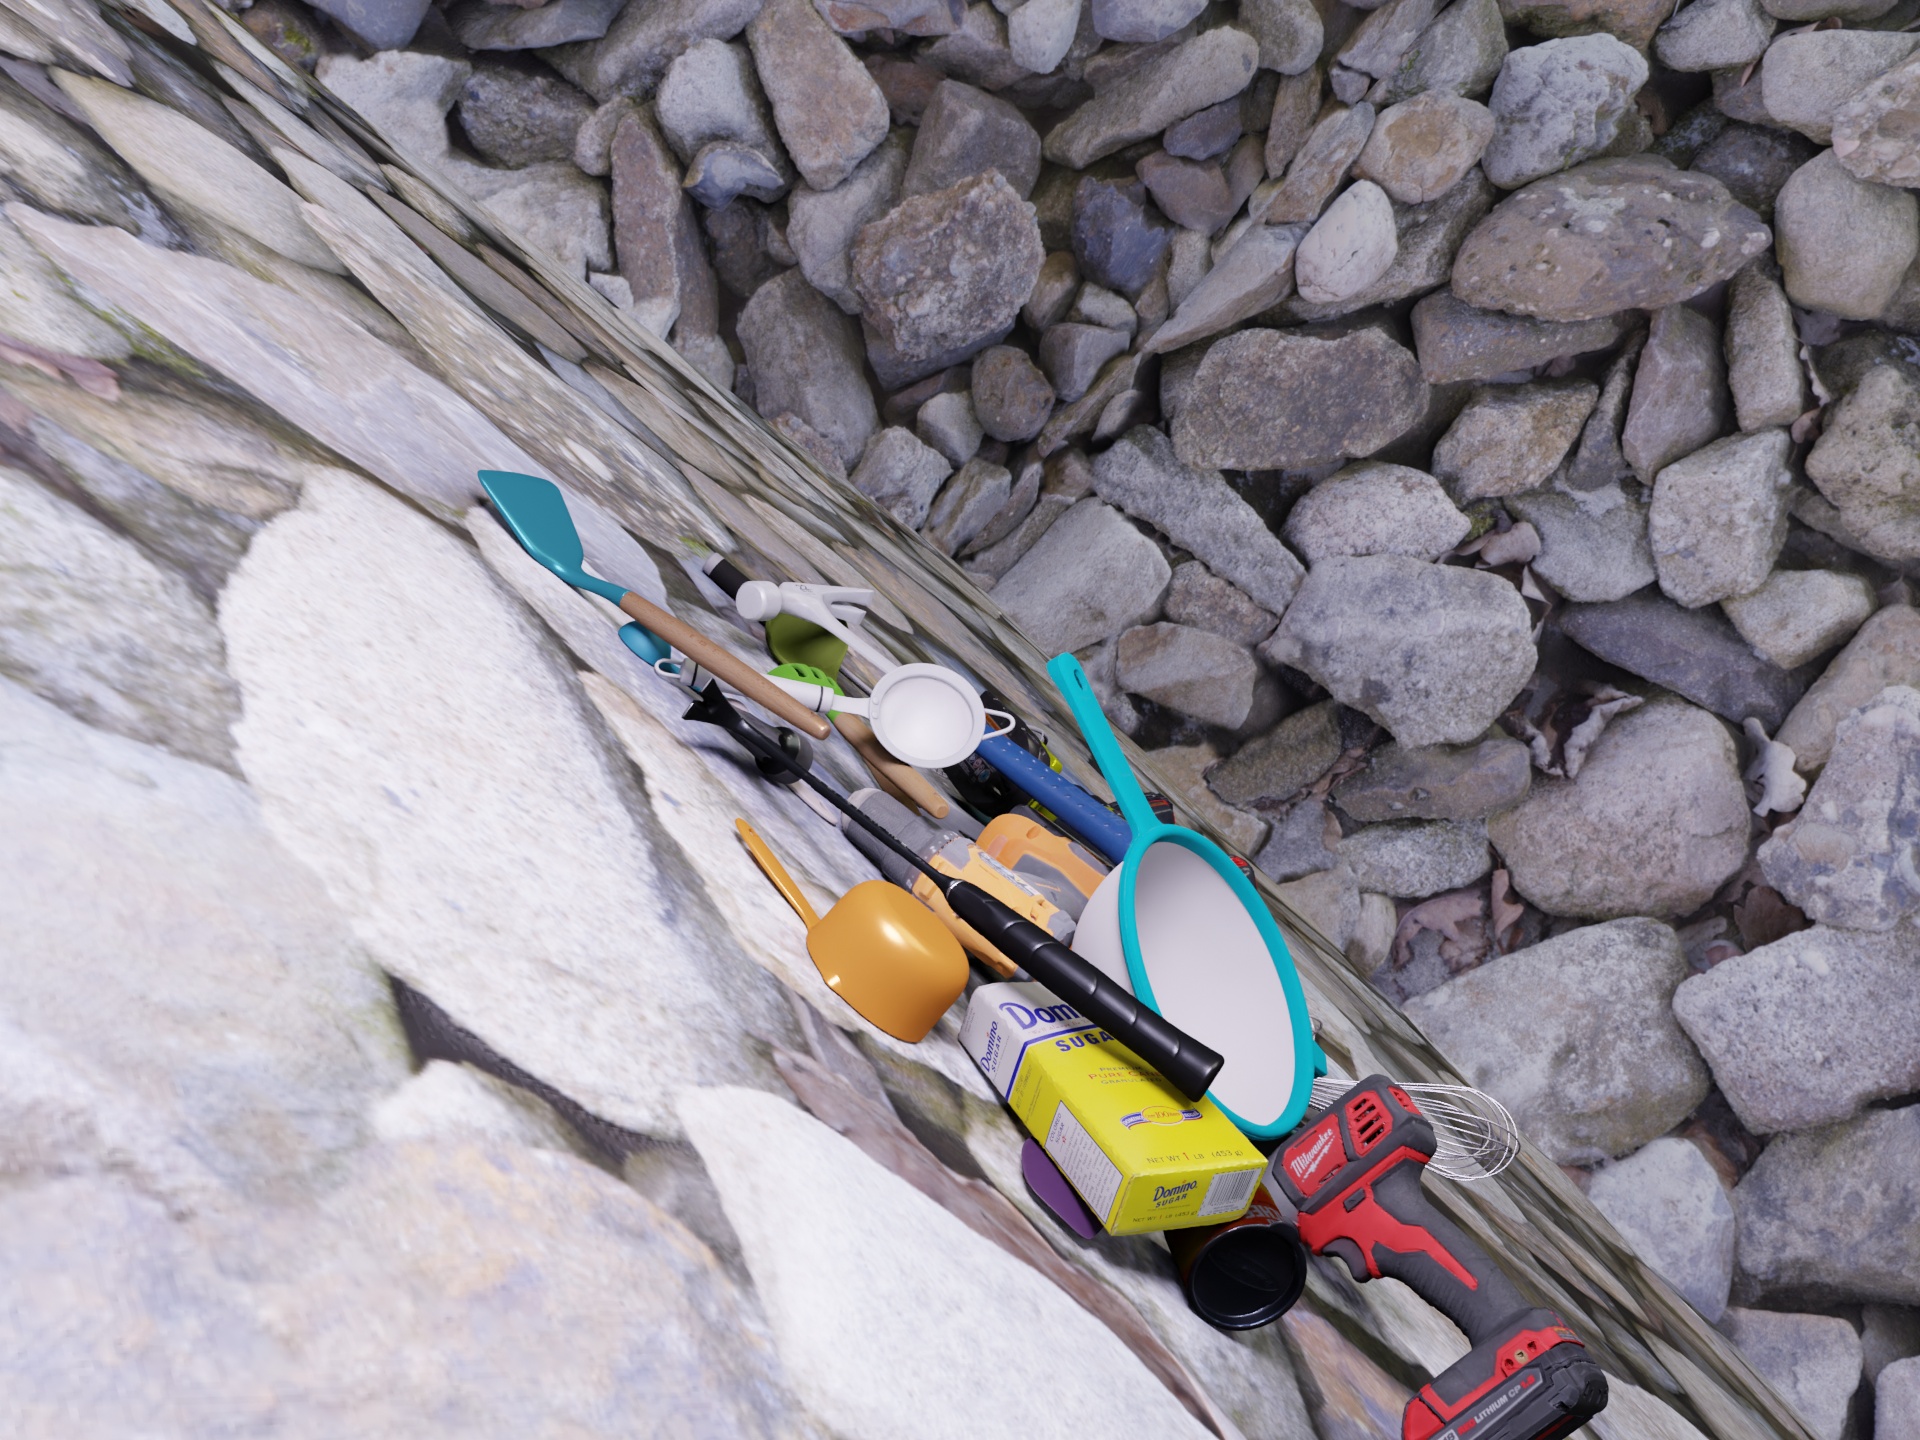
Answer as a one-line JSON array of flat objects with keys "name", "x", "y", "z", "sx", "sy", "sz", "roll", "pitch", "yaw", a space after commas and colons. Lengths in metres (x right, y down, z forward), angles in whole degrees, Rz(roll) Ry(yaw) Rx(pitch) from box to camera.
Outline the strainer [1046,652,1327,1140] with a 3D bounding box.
[{"name": "strainer", "x": 0.111, "y": 0.125, "z": 1.055, "sx": 0.211, "sy": 0.095, "sz": 0.340, "roll": -13, "pitch": 75, "yaw": -57}]

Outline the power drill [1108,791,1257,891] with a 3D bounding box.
[{"name": "power drill", "x": 0.213, "y": 0.185, "z": 1.515, "sx": 0.227, "sy": 0.080, "sz": 0.187, "roll": -137, "pitch": -144, "yaw": -60}]

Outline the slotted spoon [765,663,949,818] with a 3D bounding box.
[{"name": "slotted spoon", "x": -0.078, "y": 0.010, "z": 1.208, "sx": 0.070, "sy": 0.031, "sz": 0.314, "roll": 16, "pitch": 12, "yaw": -30}]

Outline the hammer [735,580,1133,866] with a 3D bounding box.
[{"name": "hammer", "x": -0.002, "y": -0.004, "z": 1.289, "sx": 0.406, "sy": 0.035, "sz": 0.144, "roll": 37, "pitch": 24, "yaw": 27}]

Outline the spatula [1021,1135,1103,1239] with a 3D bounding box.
[{"name": "spatula", "x": 0.086, "y": 0.250, "z": 0.958, "sx": 0.060, "sy": 0.018, "sz": 0.316, "roll": 42, "pitch": 9, "yaw": 13}]

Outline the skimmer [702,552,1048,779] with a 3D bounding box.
[{"name": "skimmer", "x": -0.082, "y": -0.058, "z": 1.526, "sx": 0.363, "sy": 0.090, "sz": 0.127, "roll": 39, "pitch": -24, "yaw": -1}]

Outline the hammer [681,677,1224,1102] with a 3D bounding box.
[{"name": "hammer", "x": -0.011, "y": 0.093, "z": 0.944, "sx": 0.409, "sy": 0.036, "sz": 0.149, "roll": 34, "pitch": -4, "yaw": 31}]

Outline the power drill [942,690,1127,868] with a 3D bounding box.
[{"name": "power drill", "x": 0.082, "y": 0.073, "z": 1.431, "sx": 0.228, "sy": 0.080, "sz": 0.191, "roll": 39, "pitch": 6, "yaw": -34}]

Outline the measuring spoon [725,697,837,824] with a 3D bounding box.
[{"name": "measuring spoon", "x": -0.128, "y": 0.026, "z": 1.122, "sx": 0.124, "sy": 0.018, "sz": 0.034, "roll": 44, "pitch": 8, "yaw": 7}]

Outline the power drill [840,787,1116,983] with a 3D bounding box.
[{"name": "power drill", "x": 0.020, "y": 0.112, "z": 1.168, "sx": 0.185, "sy": 0.084, "sz": 0.226, "roll": 36, "pitch": 11, "yaw": 17}]

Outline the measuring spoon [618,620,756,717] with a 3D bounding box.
[{"name": "measuring spoon", "x": -0.188, "y": -0.035, "z": 1.141, "sx": 0.128, "sy": 0.021, "sz": 0.042, "roll": 36, "pitch": 10, "yaw": -28}]

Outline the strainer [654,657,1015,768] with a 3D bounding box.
[{"name": "strainer", "x": -0.090, "y": -0.013, "z": 1.136, "sx": 0.258, "sy": 0.050, "sz": 0.087, "roll": 12, "pitch": 58, "yaw": -15}]

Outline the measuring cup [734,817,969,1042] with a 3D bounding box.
[{"name": "measuring cup", "x": -0.063, "y": 0.102, "z": 0.903, "sx": 0.174, "sy": 0.052, "sz": 0.095, "roll": 48, "pitch": 10, "yaw": 23}]

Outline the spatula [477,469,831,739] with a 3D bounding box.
[{"name": "spatula", "x": -0.208, "y": -0.080, "z": 1.093, "sx": 0.318, "sy": 0.044, "sz": 0.082, "roll": 33, "pitch": 15, "yaw": 21}]

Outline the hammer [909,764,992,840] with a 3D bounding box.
[{"name": "hammer", "x": 0.044, "y": 0.108, "z": 1.451, "sx": 0.128, "sy": 0.033, "sz": 0.330, "roll": 47, "pitch": 9, "yaw": 37}]

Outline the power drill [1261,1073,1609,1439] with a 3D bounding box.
[{"name": "power drill", "x": 0.262, "y": 0.336, "z": 0.948, "sx": 0.078, "sy": 0.143, "sz": 0.220, "roll": 35, "pitch": 17, "yaw": -49}]

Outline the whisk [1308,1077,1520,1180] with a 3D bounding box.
[{"name": "whisk", "x": 0.268, "y": 0.279, "z": 1.182, "sx": 0.285, "sy": 0.070, "sz": 0.070, "roll": 12, "pitch": -2, "yaw": 19}]

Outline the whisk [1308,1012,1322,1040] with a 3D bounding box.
[{"name": "whisk", "x": 0.198, "y": 0.235, "z": 1.292, "sx": 0.246, "sy": 0.058, "sz": 0.059, "roll": 16, "pitch": 62, "yaw": -29}]

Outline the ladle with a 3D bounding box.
[{"name": "ladle", "x": -0.087, "y": -0.003, "z": 1.343, "sx": 0.078, "sy": 0.062, "sz": 0.321, "roll": -7, "pitch": 39, "yaw": -27}]
